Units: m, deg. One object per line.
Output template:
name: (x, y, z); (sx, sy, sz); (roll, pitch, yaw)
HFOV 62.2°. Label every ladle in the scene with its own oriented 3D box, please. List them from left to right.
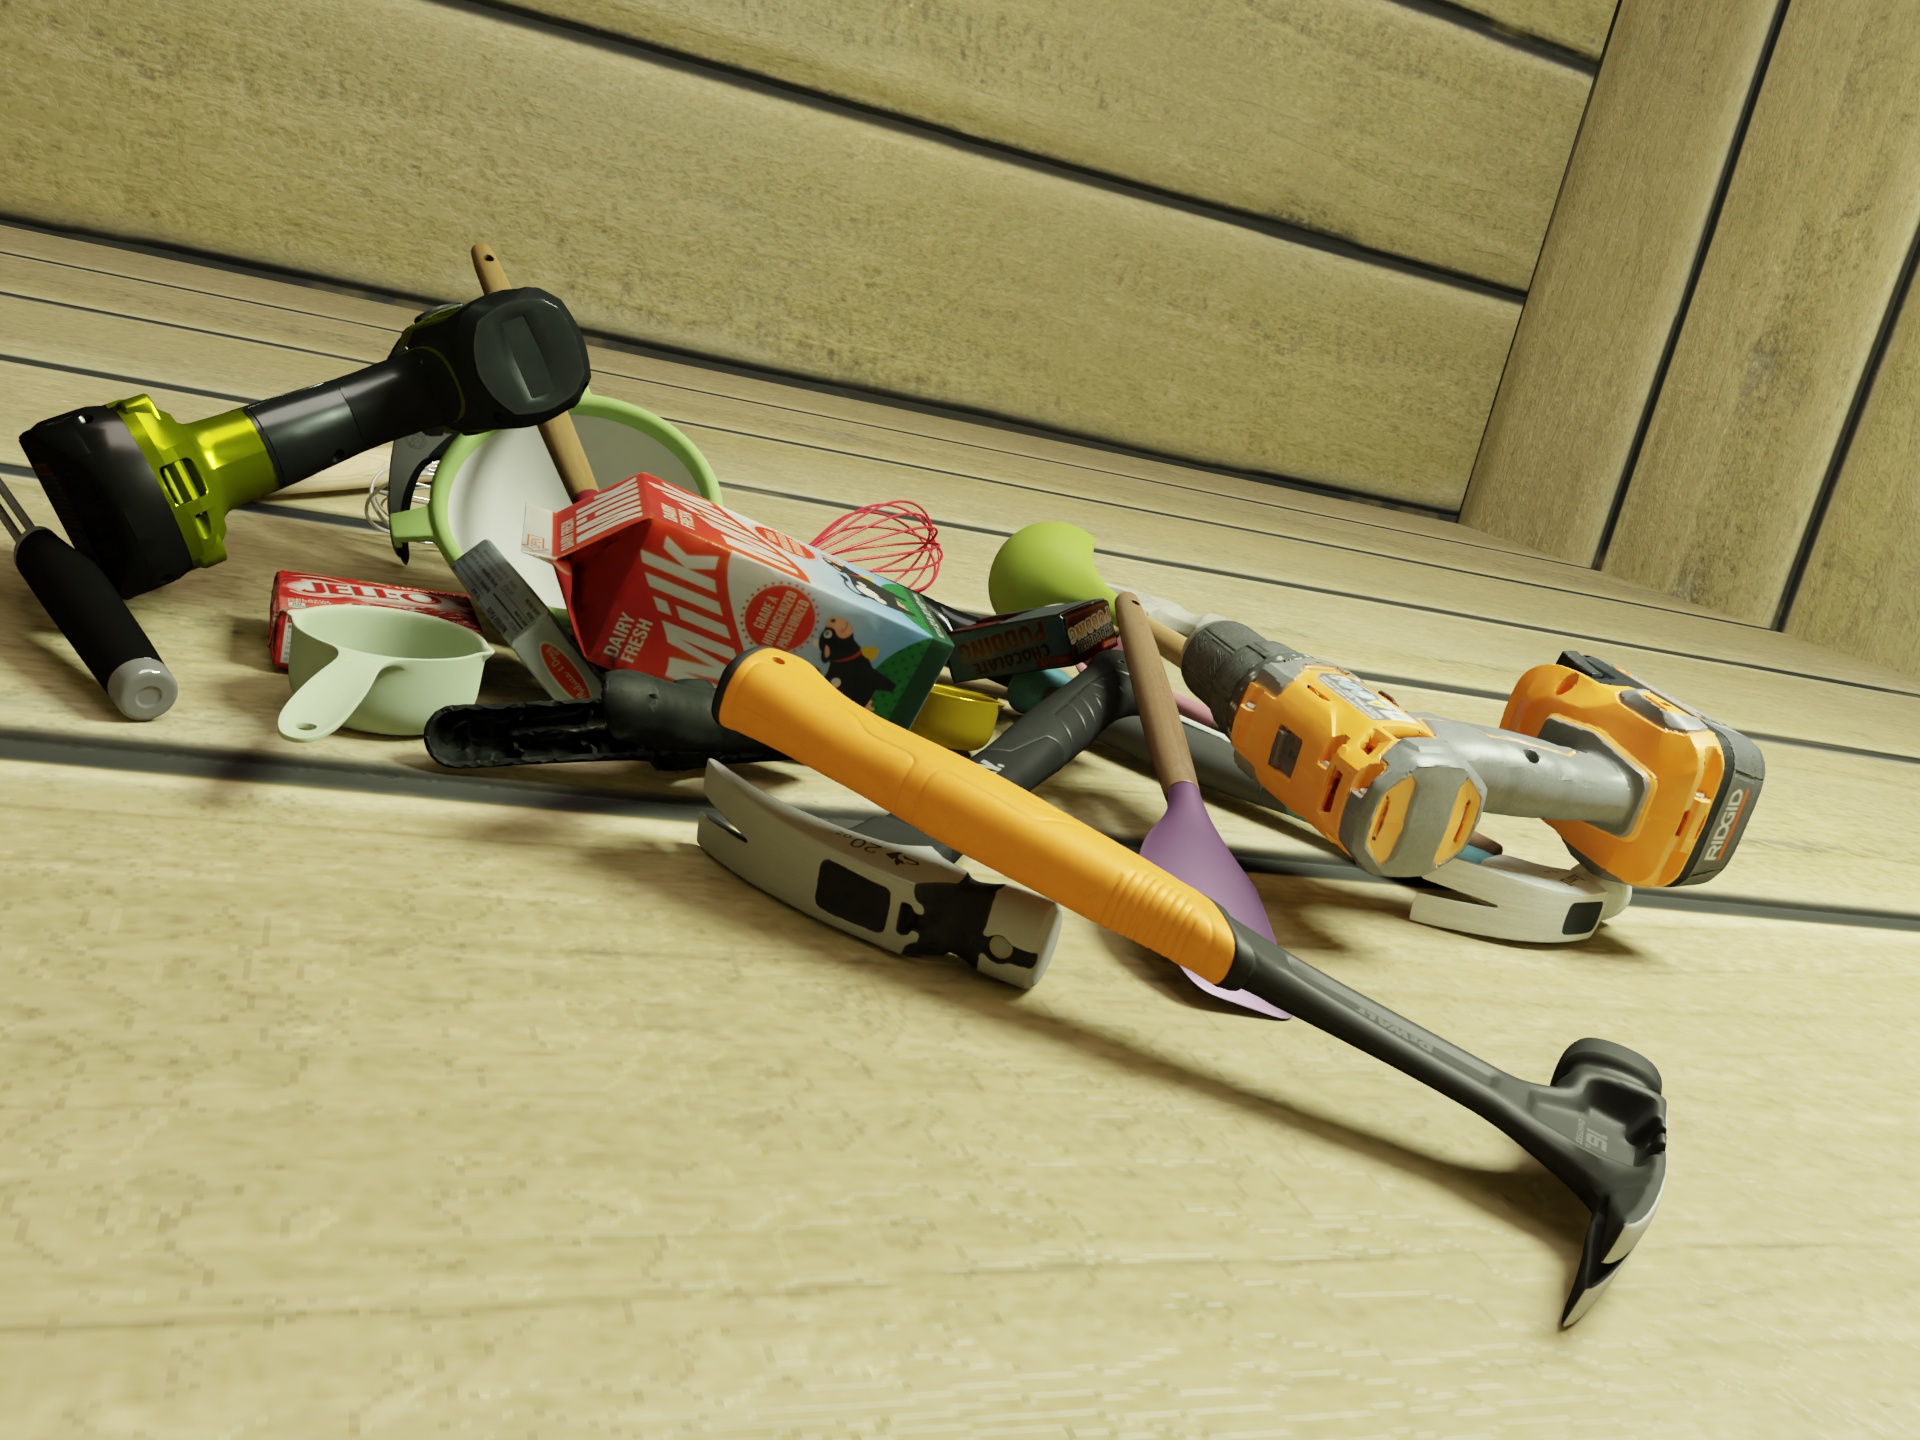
ladle: (-0.203, -0.135, 0.824); (0.069, 0.031, 0.316); (-10, 61, -33)
ladle: (0.123, -0.036, 0.908); (0.320, 0.078, 0.062); (37, -10, 43)

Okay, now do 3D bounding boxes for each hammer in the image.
hammer: (-0.391, -0.173, 1.097); (0.146, 0.038, 0.410); (18, 16, 11)
hammer: (-0.133, -0.097, 0.924); (0.409, 0.149, 0.036); (22, -10, -4)
hammer: (0.019, 0.017, 0.695); (0.146, 0.035, 0.335); (18, 21, 17)
hammer: (0.071, -0.068, 1.124); (0.130, 0.031, 0.331); (21, 17, 27)
hammer: (0.058, 0.062, 0.509); (0.337, 0.034, 0.127); (28, 21, 17)
hammer: (0.163, 0.035, 0.817); (0.331, 0.033, 0.128); (24, 17, 35)

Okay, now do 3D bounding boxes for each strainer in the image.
strainer: (-0.162, -0.070, 0.854); (0.256, 0.069, 0.151); (34, 57, 4)

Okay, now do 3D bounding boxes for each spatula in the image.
spatula: (0.091, 0.018, 0.697); (0.059, 0.018, 0.316); (21, 28, -14)

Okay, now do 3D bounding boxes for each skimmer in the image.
skimmer: (-0.440, -0.095, 0.669); (0.090, 0.127, 0.364); (-11, 38, -44)

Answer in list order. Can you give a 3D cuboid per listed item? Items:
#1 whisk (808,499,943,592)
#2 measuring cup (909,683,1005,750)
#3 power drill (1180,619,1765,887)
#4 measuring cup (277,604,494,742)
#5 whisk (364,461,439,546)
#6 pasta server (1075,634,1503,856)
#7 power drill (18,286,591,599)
whisk: (-0.101, -0.104, 1.058); (0.073, 0.073, 0.296); (21, 22, 28)
measuring cup: (-0.001, -0.003, 0.847); (0.062, 0.029, 0.156); (14, 3, 10)
power drill: (0.224, 0.008, 0.735); (0.226, 0.084, 0.186); (3, 23, -24)
measuring cup: (-0.232, -0.006, 0.612); (0.083, 0.038, 0.168); (11, 17, -9)
whisk: (-0.266, -0.128, 1.030); (0.246, 0.059, 0.058); (4, 54, -46)
pasta server: (0.175, 0.007, 0.924); (0.316, 0.040, 0.060); (29, -18, 40)
power drill: (-0.307, -0.140, 0.753); (0.228, 0.080, 0.191); (-29, 22, -28)
